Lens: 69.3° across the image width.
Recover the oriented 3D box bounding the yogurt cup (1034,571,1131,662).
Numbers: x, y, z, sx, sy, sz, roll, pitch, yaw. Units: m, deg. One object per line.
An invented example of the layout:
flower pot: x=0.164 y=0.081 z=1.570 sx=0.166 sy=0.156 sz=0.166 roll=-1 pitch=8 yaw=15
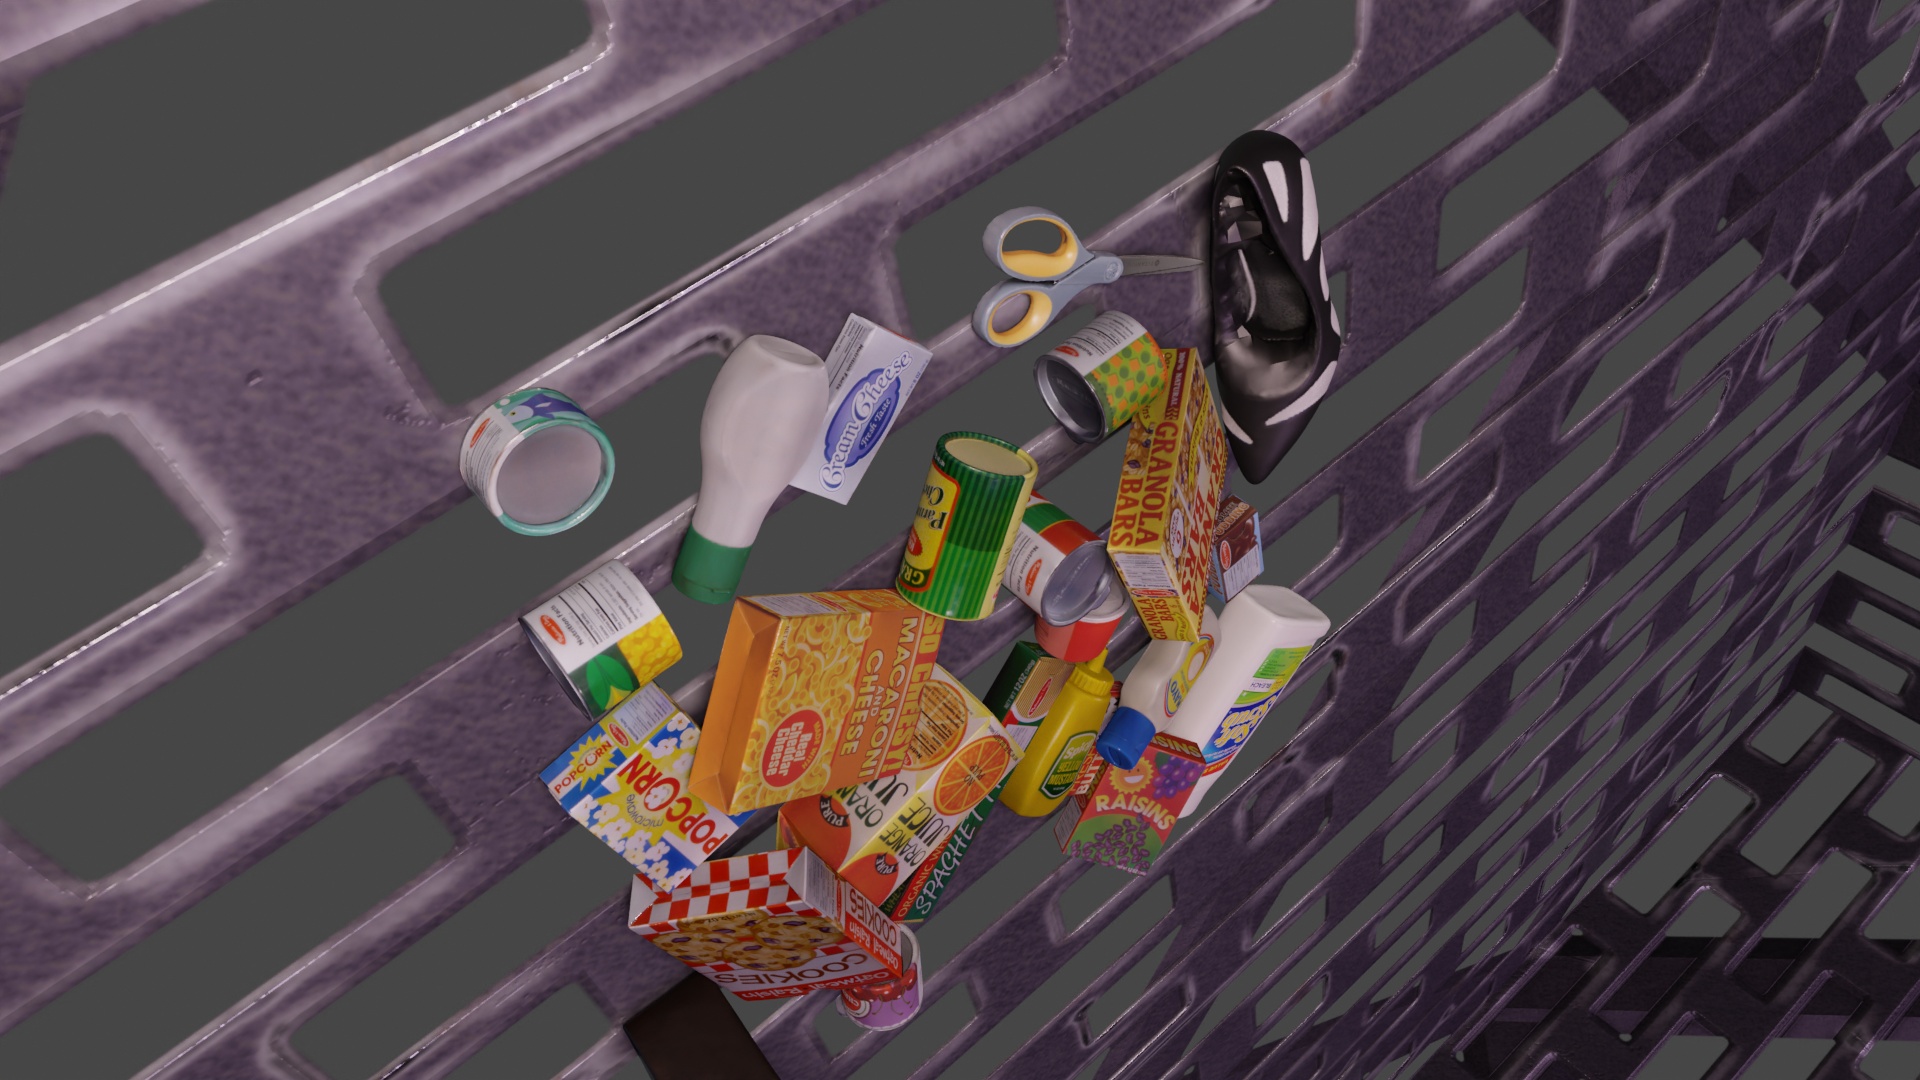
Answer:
yogurt cup: x=0.086 y=0.052 z=1.017 sx=0.073 sy=0.072 sz=0.053 roll=-21 pitch=141 yaw=-34

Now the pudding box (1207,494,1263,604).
pudding box: x=0.222 y=0.007 z=1.147 sx=0.050 sy=0.030 sz=0.083 roll=-38 pitch=141 yaw=-15

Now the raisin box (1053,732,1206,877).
raisin box: x=0.147 y=0.223 z=1.206 sx=0.086 sy=0.040 sz=0.123 roll=20 pitch=109 yaw=-15

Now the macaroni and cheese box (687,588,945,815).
macaroni and cheese box: x=-0.083 y=0.095 z=0.860 sx=0.167 sy=0.040 sz=0.123 roll=0 pitch=109 yaw=-55

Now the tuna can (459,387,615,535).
tuna can: x=-0.202 y=-0.037 z=0.672 sx=0.071 sy=0.033 sz=0.070 roll=-26 pitch=136 yaw=-29

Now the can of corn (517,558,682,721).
can of corn: x=-0.188 y=0.053 z=0.732 sx=0.058 sy=0.071 sz=0.070 roll=-35 pitch=140 yaw=-20

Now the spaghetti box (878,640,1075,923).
spaghetti box: x=0.007 y=0.189 z=1.074 sx=0.050 sy=0.029 sz=0.249 roll=15 pitch=108 yaw=-50

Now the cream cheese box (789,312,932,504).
cream cheese box: x=-0.064 y=-0.074 z=0.792 sx=0.053 sy=0.024 sz=0.103 roll=19 pitch=105 yaw=-50

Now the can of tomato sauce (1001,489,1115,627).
can of tomato sauce: x=0.054 y=0.008 z=0.930 sx=0.071 sy=0.083 sz=0.070 roll=-27 pitch=136 yaw=-29

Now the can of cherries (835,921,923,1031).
can of cherries: x=-0.066 y=0.342 z=1.092 sx=0.072 sy=0.071 sz=0.058 roll=-28 pitch=137 yaw=-28

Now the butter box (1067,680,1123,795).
butter box: x=0.103 y=0.166 z=1.157 sx=0.053 sy=0.024 sz=0.103 roll=7 pitch=114 yaw=-49

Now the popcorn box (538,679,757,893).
popcorn box: x=-0.182 y=0.151 z=0.840 sx=0.085 sy=0.038 sz=0.126 roll=-42 pitch=142 yaw=-12

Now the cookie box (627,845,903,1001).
cookie box: x=-0.125 y=0.262 z=0.932 sx=0.123 sy=0.040 sz=0.166 roll=-13 pitch=144 yaw=14

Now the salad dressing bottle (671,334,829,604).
salad dressing bottle: x=-0.118 y=-0.036 z=0.752 sx=0.064 sy=0.044 sz=0.147 roll=4 pitch=118 yaw=-42

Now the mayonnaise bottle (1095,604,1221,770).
mayonnaise bottle: x=0.162 y=0.119 z=1.137 sx=0.149 sy=0.041 sz=0.064 roll=-53 pitch=141 yaw=-26

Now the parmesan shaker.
parmesan shaker: x=0.003 y=-0.011 z=0.881 sx=0.071 sy=0.071 sz=0.102 roll=-7 pitch=124 yaw=-42

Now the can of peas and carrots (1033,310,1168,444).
can of peas and carrots: x=0.091 y=-0.104 z=0.892 sx=0.059 sy=0.071 sz=0.070 roll=-37 pitch=140 yaw=-20

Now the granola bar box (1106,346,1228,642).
granola bar box: x=0.146 y=-0.031 z=0.960 sx=0.123 sy=0.039 sz=0.166 roll=58 pitch=40 yaw=-51

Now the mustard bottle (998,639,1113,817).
mustard bottle: x=0.082 y=0.143 z=1.096 sx=0.065 sy=0.049 sz=0.159 roll=4 pitch=117 yaw=-51

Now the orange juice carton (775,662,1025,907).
orange juice carton: x=-0.054 y=0.184 z=0.970 sx=0.193 sy=0.073 sz=0.071 roll=-45 pitch=142 yaw=-8
